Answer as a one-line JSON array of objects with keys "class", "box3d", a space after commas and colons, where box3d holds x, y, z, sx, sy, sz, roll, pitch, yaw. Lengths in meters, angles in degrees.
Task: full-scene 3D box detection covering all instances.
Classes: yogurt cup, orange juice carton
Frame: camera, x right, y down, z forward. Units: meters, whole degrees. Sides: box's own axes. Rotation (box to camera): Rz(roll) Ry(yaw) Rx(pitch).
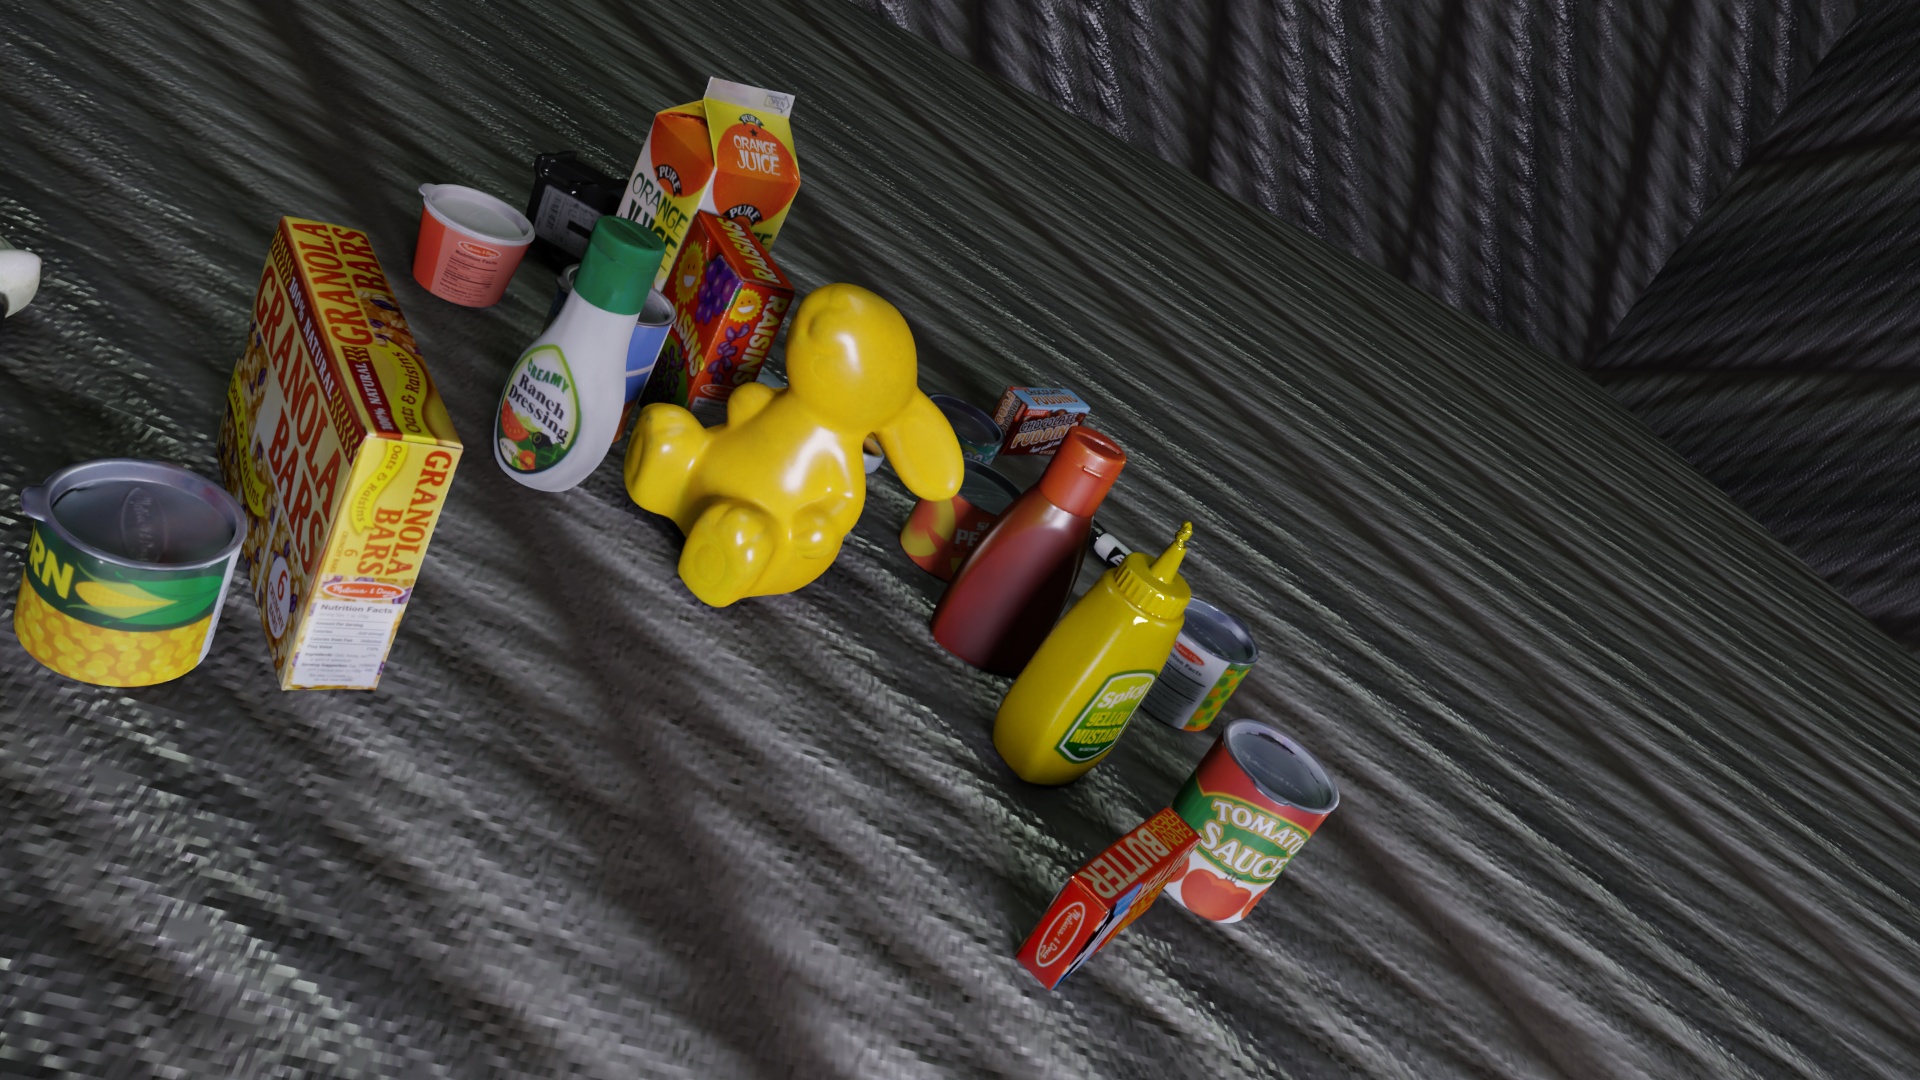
[{"class": "yogurt cup", "box3d": [-0.308, -0.183, 0.870, 0.072, 0.053, 0.073, 24, 26, -12]}, {"class": "orange juice carton", "box3d": [-0.170, -0.204, 0.895, 0.072, 0.191, 0.073, -4, 41, -50]}]

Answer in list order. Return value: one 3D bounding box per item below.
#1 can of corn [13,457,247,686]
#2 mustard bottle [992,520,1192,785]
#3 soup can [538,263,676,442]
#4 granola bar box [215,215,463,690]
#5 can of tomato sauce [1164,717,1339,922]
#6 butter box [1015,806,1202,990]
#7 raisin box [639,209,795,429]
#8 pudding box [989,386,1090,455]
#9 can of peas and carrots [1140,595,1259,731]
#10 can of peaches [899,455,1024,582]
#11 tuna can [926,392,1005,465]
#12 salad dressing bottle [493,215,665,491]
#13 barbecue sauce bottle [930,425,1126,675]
[{"class": "can of corn", "box3d": [-0.308, 0.011, 0.510, 0.071, 0.058, 0.071, 24, 26, -12]}, {"class": "mustard bottle", "box3d": [0.076, 0.056, 0.713, 0.065, 0.159, 0.049, 3, 36, -44]}, {"class": "soup can", "box3d": [-0.212, -0.107, 0.798, 0.071, 0.083, 0.072, 24, 26, -12]}, {"class": "granola bar box", "box3d": [-0.262, -0.039, 0.573, 0.039, 0.123, 0.166, 6, 34, -41]}, {"class": "can of tomato sauce", "box3d": [0.142, 0.144, 0.710, 0.071, 0.082, 0.071, 24, 26, -12]}, {"class": "butter box", "box3d": [0.070, 0.162, 0.637, 0.024, 0.053, 0.104, 40, 27, 21]}, {"class": "raisin box", "box3d": [-0.154, -0.124, 0.844, 0.040, 0.123, 0.086, 9, 32, -38]}, {"class": "pudding box", "box3d": [0.060, -0.095, 1.101, 0.084, 0.049, 0.030, -4, 41, -50]}, {"class": "can of peas and carrots", "box3d": [0.143, 0.076, 0.866, 0.071, 0.058, 0.071, 24, 26, -12]}, {"class": "can of peaches", "box3d": [0.003, -0.011, 0.878, 0.071, 0.057, 0.071, 24, 26, -12]}, {"class": "tuna can", "box3d": [-0.003, -0.076, 1.020, 0.071, 0.032, 0.071, 24, 26, -12]}, {"class": "salad dressing bottle", "box3d": [-0.196, -0.096, 0.720, 0.064, 0.147, 0.044, 38, 26, 17]}, {"class": "barbecue sauce bottle", "box3d": [0.042, 0.005, 0.784, 0.065, 0.148, 0.044, 25, 25, -12]}]
